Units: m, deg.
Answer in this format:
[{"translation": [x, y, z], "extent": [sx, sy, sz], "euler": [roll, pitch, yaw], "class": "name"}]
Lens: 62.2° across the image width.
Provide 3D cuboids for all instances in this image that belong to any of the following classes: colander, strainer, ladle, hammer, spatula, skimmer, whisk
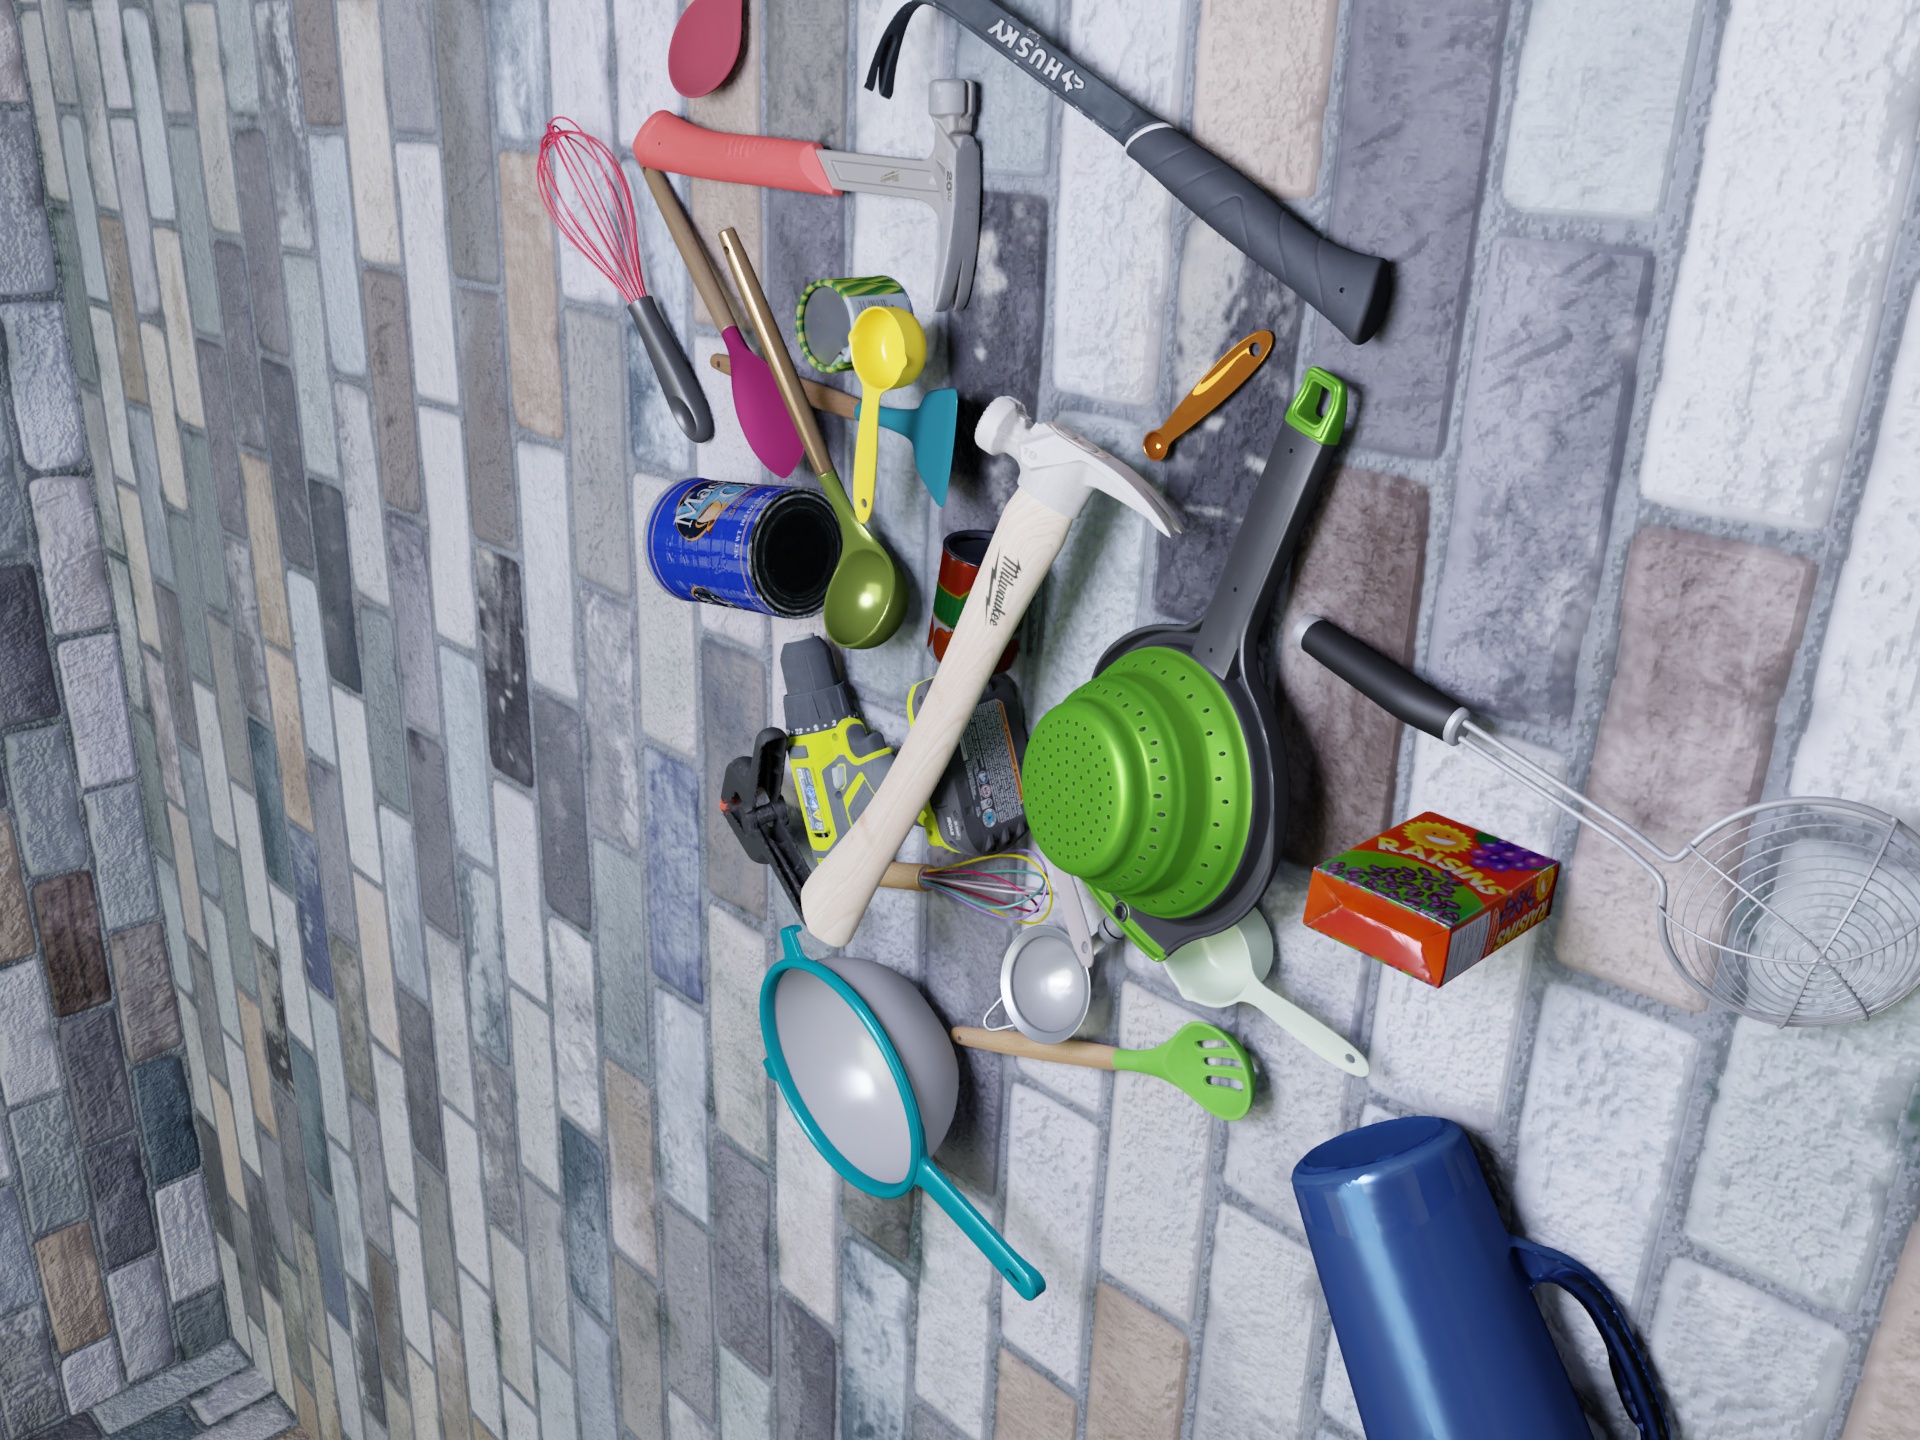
[{"translation": [0.127, -0.028, 0.971], "extent": [0.205, 0.094, 0.396], "euler": [48, 130, 44], "class": "colander"}, {"translation": [0.104, 0.153, 1.124], "extent": [0.258, 0.050, 0.087], "euler": [-48, 57, 38], "class": "strainer"}, {"translation": [-0.117, -0.204, 1.170], "extent": [0.078, 0.062, 0.320], "euler": [-10, 108, 44], "class": "ladle"}, {"translation": [-0.027, 0.311, 1.270], "extent": [0.341, 0.095, 0.210], "euler": [41, 138, 30], "class": "strainer"}, {"translation": [-0.142, -0.592, 1.137], "extent": [0.069, 0.031, 0.315], "euler": [49, 131, 20], "class": "ladle"}, {"translation": [0.094, -0.352, 0.947], "extent": [0.409, 0.036, 0.149], "euler": [46, 115, 22], "class": "hammer"}, {"translation": [-0.123, -0.400, 1.175], "extent": [0.359, 0.036, 0.149], "euler": [22, 119, 40], "class": "hammer"}, {"translation": [-0.100, -0.241, 1.199], "extent": [0.318, 0.044, 0.082], "euler": [26, 118, 40], "class": "spatula"}, {"translation": [-0.002, -0.003, 1.076], "extent": [0.146, 0.038, 0.410], "euler": [35, 116, 16], "class": "hammer"}, {"translation": [0.331, 0.030, 0.852], "extent": [0.364, 0.090, 0.127], "euler": [41, 130, 42], "class": "skimmer"}, {"translation": [-0.278, -0.369, 1.337], "extent": [0.073, 0.073, 0.296], "euler": [-23, 93, 48], "class": "whisk"}, {"translation": [-0.013, 0.128, 1.233], "extent": [0.245, 0.051, 0.047], "euler": [-2, 129, 52], "class": "whisk"}]

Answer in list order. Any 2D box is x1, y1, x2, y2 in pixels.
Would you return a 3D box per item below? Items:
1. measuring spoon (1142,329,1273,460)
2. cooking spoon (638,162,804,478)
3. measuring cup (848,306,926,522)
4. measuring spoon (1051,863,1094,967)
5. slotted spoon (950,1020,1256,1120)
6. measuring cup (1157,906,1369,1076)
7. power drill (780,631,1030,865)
[{"translation": [0.153, -0.199, 0.976], "extent": [0.117, 0.011, 0.021], "euler": [-43, 72, 41], "class": "measuring spoon"}, {"translation": [-0.192, -0.328, 1.262], "extent": [0.068, 0.017, 0.319], "euler": [-46, 64, 44], "class": "cooking spoon"}, {"translation": [-0.054, -0.214, 1.118], "extent": [0.062, 0.029, 0.156], "euler": [33, 127, 37], "class": "measuring cup"}, {"translation": [0.080, 0.116, 1.129], "extent": [0.034, 0.018, 0.124], "euler": [-42, 54, 47], "class": "measuring spoon"}, {"translation": [0.098, 0.245, 1.172], "extent": [0.314, 0.031, 0.070], "euler": [-5, 99, 49], "class": "slotted spoon"}, {"translation": [0.202, 0.170, 1.029], "extent": [0.168, 0.038, 0.083], "euler": [36, 127, 31], "class": "measuring cup"}, {"translation": [-0.055, 0.020, 1.219], "extent": [0.228, 0.080, 0.190], "euler": [-4, 101, 50], "class": "power drill"}]
